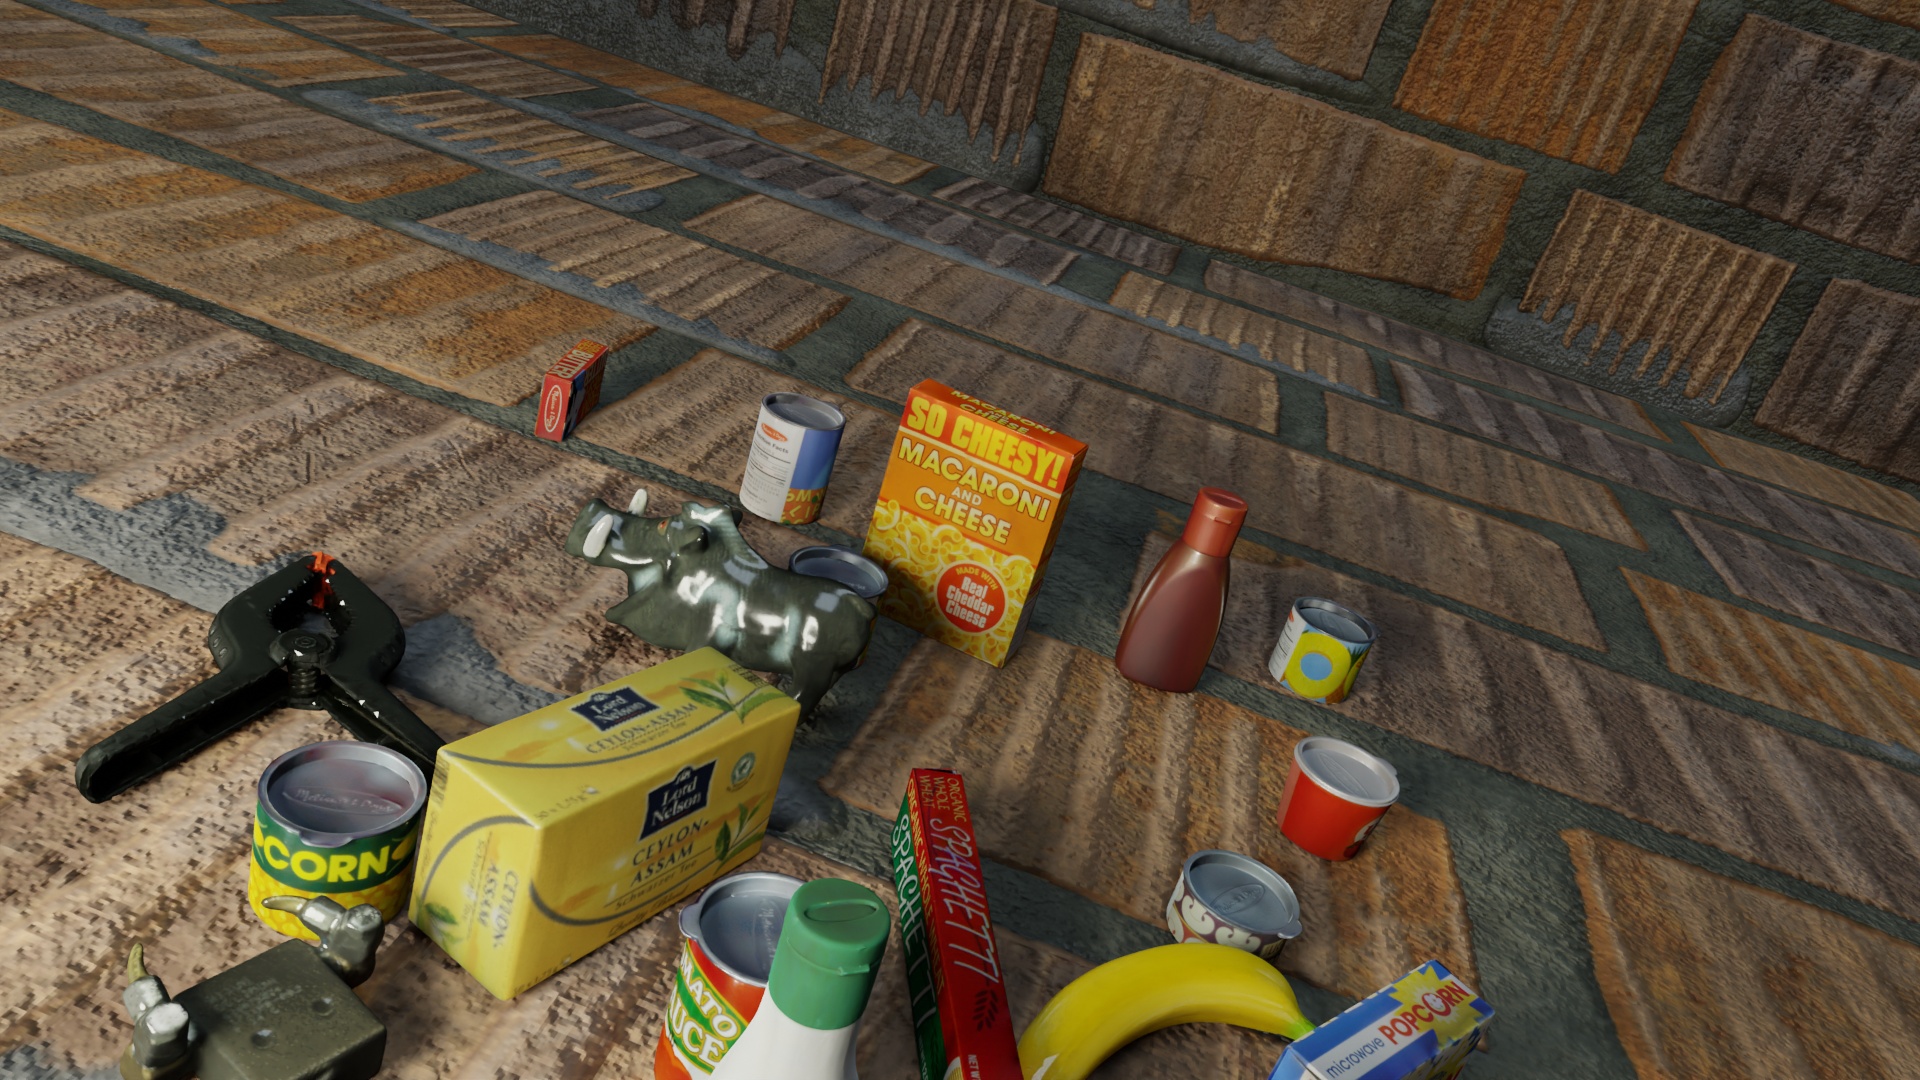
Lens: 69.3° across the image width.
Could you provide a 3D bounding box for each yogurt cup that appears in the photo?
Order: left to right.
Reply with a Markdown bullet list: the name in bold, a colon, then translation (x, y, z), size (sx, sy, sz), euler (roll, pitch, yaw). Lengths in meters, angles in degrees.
- **yogurt cup**: translation (0.234, 0.164, 0.876), size (0.072, 0.053, 0.073), euler (15, 24, -7)

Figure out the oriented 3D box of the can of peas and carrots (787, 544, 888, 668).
- **can of peas and carrots**: translation (-0.086, 0.043, 0.910), size (0.071, 0.058, 0.071), euler (15, 24, -7)

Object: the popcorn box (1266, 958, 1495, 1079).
- **popcorn box**: translation (0.178, 0.248, 0.623), size (0.127, 0.084, 0.038), euler (-7, 34, -43)

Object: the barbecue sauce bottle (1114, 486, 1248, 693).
- **barbecue sauce bottle**: translation (0.162, 0.035, 0.986), size (0.065, 0.147, 0.044), euler (16, 24, -4)

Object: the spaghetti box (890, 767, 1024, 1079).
- **spaghetti box**: translation (-0.004, 0.198, 0.647), size (0.029, 0.050, 0.251), euler (12, 25, -14)

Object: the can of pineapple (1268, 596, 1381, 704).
- **can of pineapple**: translation (0.280, 0.085, 1.071), size (0.071, 0.057, 0.071), euler (15, 24, -7)

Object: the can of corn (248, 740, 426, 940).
- **can of corn**: translation (-0.270, 0.131, 0.600), size (0.071, 0.058, 0.071), euler (15, 24, -7)

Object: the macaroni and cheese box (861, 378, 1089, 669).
- **macaroni and cheese box**: translation (0.003, -0.012, 0.957), size (0.124, 0.165, 0.040), euler (24, 24, 13)

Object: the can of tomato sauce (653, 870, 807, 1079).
- **can of tomato sauce**: translation (-0.087, 0.190, 0.569), size (0.071, 0.082, 0.071), euler (15, 24, -7)

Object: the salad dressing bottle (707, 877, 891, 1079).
- **salad dressing bottle**: translation (-0.060, 0.191, 0.506), size (0.064, 0.147, 0.044), euler (3, 28, -31)

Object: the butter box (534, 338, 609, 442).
- **butter box**: translation (-0.311, -0.122, 1.115), size (0.024, 0.053, 0.104), euler (16, 24, -4)

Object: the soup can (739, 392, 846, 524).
- **soup can**: translation (-0.129, -0.064, 1.079), size (0.071, 0.083, 0.071), euler (15, 24, -7)

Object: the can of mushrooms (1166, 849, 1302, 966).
- **can of mushrooms**: translation (0.150, 0.204, 0.759), size (0.071, 0.033, 0.071), euler (15, 24, -7)

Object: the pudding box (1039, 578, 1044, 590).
- **pudding box**: translation (0.017, 0.029, 1.020), size (0.084, 0.049, 0.030), euler (19, 24, 3)
